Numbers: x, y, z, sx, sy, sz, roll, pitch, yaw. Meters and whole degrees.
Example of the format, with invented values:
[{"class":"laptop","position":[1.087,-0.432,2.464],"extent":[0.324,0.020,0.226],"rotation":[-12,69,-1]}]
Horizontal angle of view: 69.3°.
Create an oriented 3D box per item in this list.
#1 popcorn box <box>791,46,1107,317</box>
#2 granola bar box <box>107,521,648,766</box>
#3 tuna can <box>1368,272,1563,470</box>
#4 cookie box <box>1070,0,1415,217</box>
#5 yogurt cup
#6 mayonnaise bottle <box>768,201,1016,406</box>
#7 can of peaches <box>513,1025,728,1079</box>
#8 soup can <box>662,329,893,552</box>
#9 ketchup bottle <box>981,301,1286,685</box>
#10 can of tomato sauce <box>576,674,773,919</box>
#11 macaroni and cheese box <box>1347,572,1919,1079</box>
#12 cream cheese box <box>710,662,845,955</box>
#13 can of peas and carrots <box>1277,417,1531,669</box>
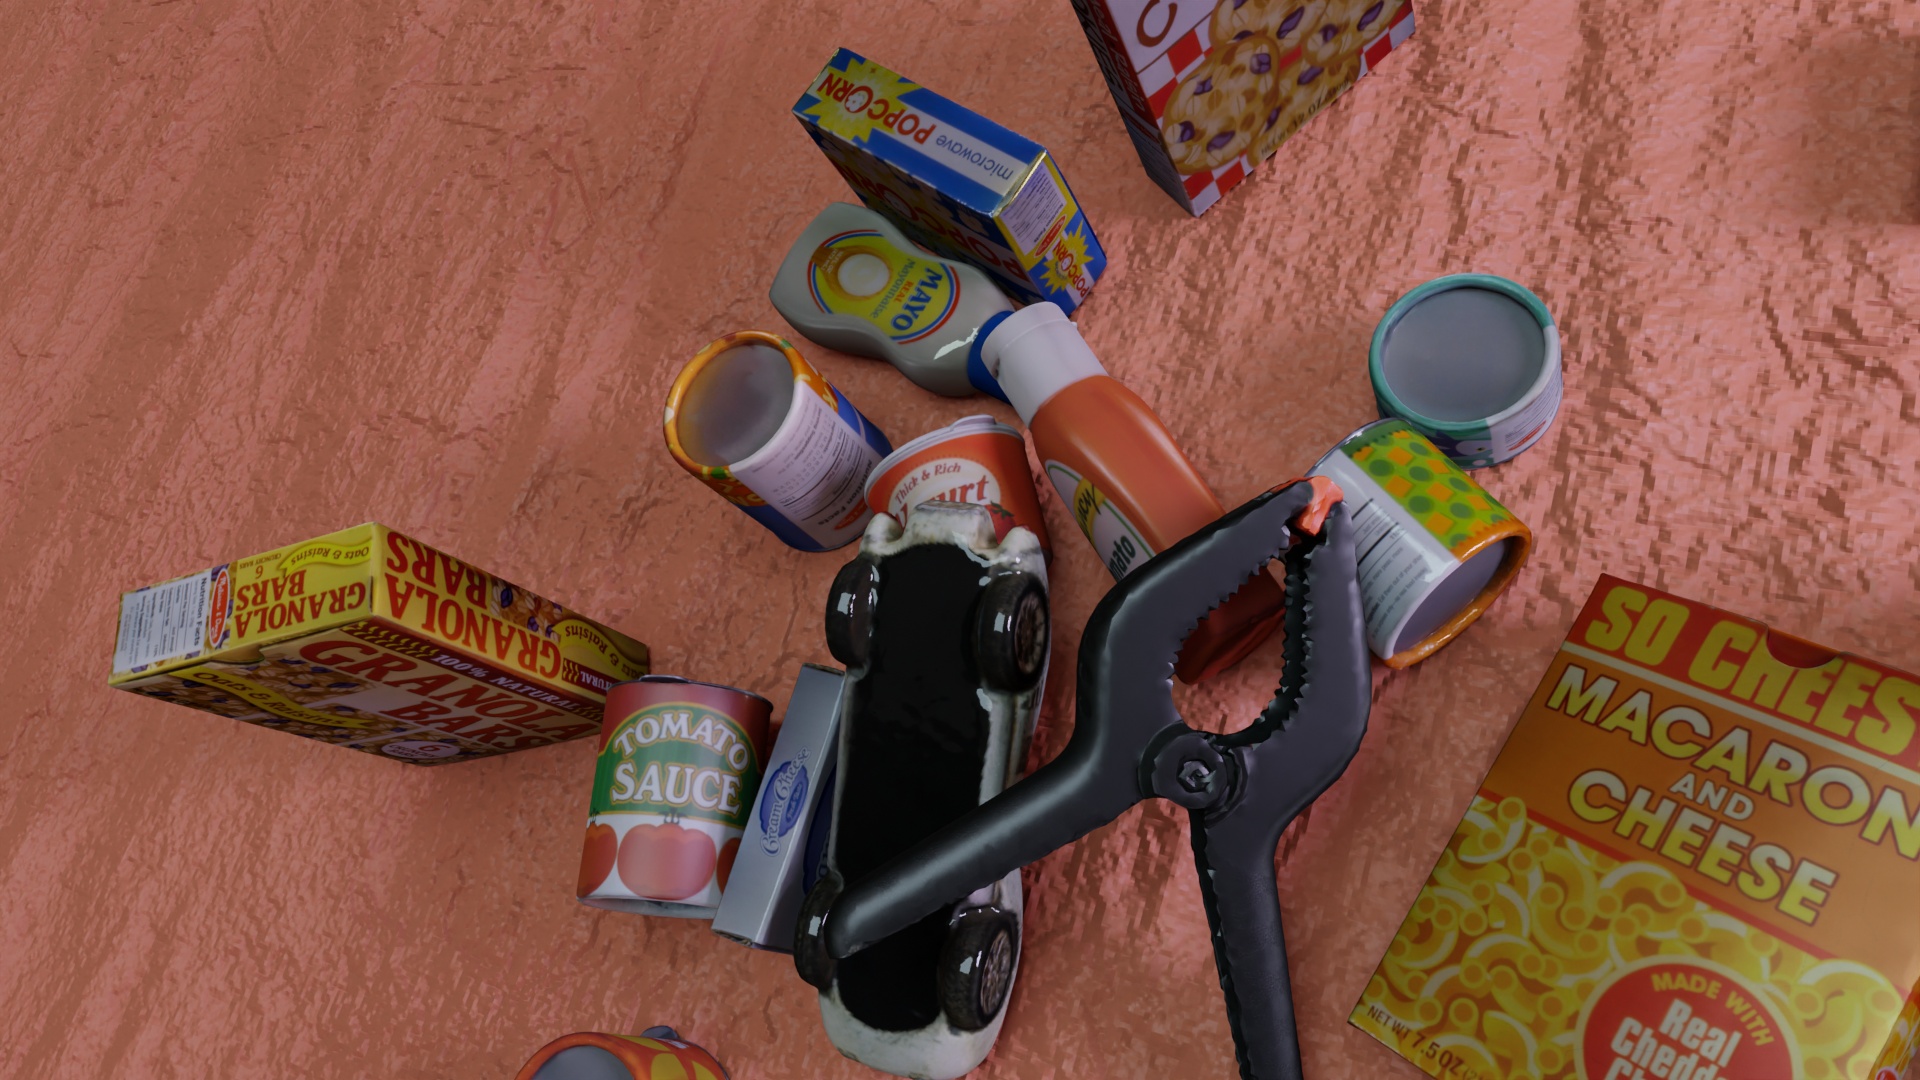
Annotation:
[{"class":"popcorn box","position":[-0.004,-0.153,0.599],"extent":[0.127,0.085,0.038],"rotation":[36,87,31]},{"class":"granola bar box","position":[-0.224,0.050,0.561],"extent":[0.124,0.165,0.039],"rotation":[-14,66,18]},{"class":"tuna can","position":[0.182,-0.063,0.508],"extent":[0.071,0.032,0.071],"rotation":[-9,65,20]},{"class":"cookie box","position":[0.105,-0.221,0.532],"extent":[0.123,0.167,0.040],"rotation":[-40,58,3]},{"class":"yogurt cup","position":[0.002,-0.007,0.546],"extent":[0.072,0.072,0.054],"rotation":[-26,68,12]},{"class":"mayonnaise bottle","position":[-0.013,-0.097,0.604],"extent":[0.148,0.041,0.065],"rotation":[30,82,30]},{"class":"can of peaches","position":[-0.125,0.213,0.508],"extent":[0.071,0.058,0.071],"rotation":[-9,66,20]},{"class":"soup can","position":[-0.077,-0.042,0.583],"extent":[0.071,0.083,0.071],"rotation":[-9,65,21]},{"class":"ketchup bottle","position":[0.060,-0.022,0.511],"extent":[0.043,0.064,0.149],"rotation":[-27,70,-13]},{"class":"can of tomato sauce","position":[-0.111,0.102,0.544],"extent":[0.071,0.071,0.083],"rotation":[-5,67,22]},{"class":"macaroni and cheese box","position":[0.210,0.104,0.402],"extent":[0.124,0.040,0.166],"rotation":[25,79,45]},{"class":"cream cheese box","position":[-0.055,0.104,0.528],"extent":[0.024,0.053,0.104],"rotation":[9,72,30]},{"class":"can of peas and carrots","position":[0.152,0.001,0.476],"extent":[0.071,0.071,0.059],"rotation":[-41,59,3]}]
